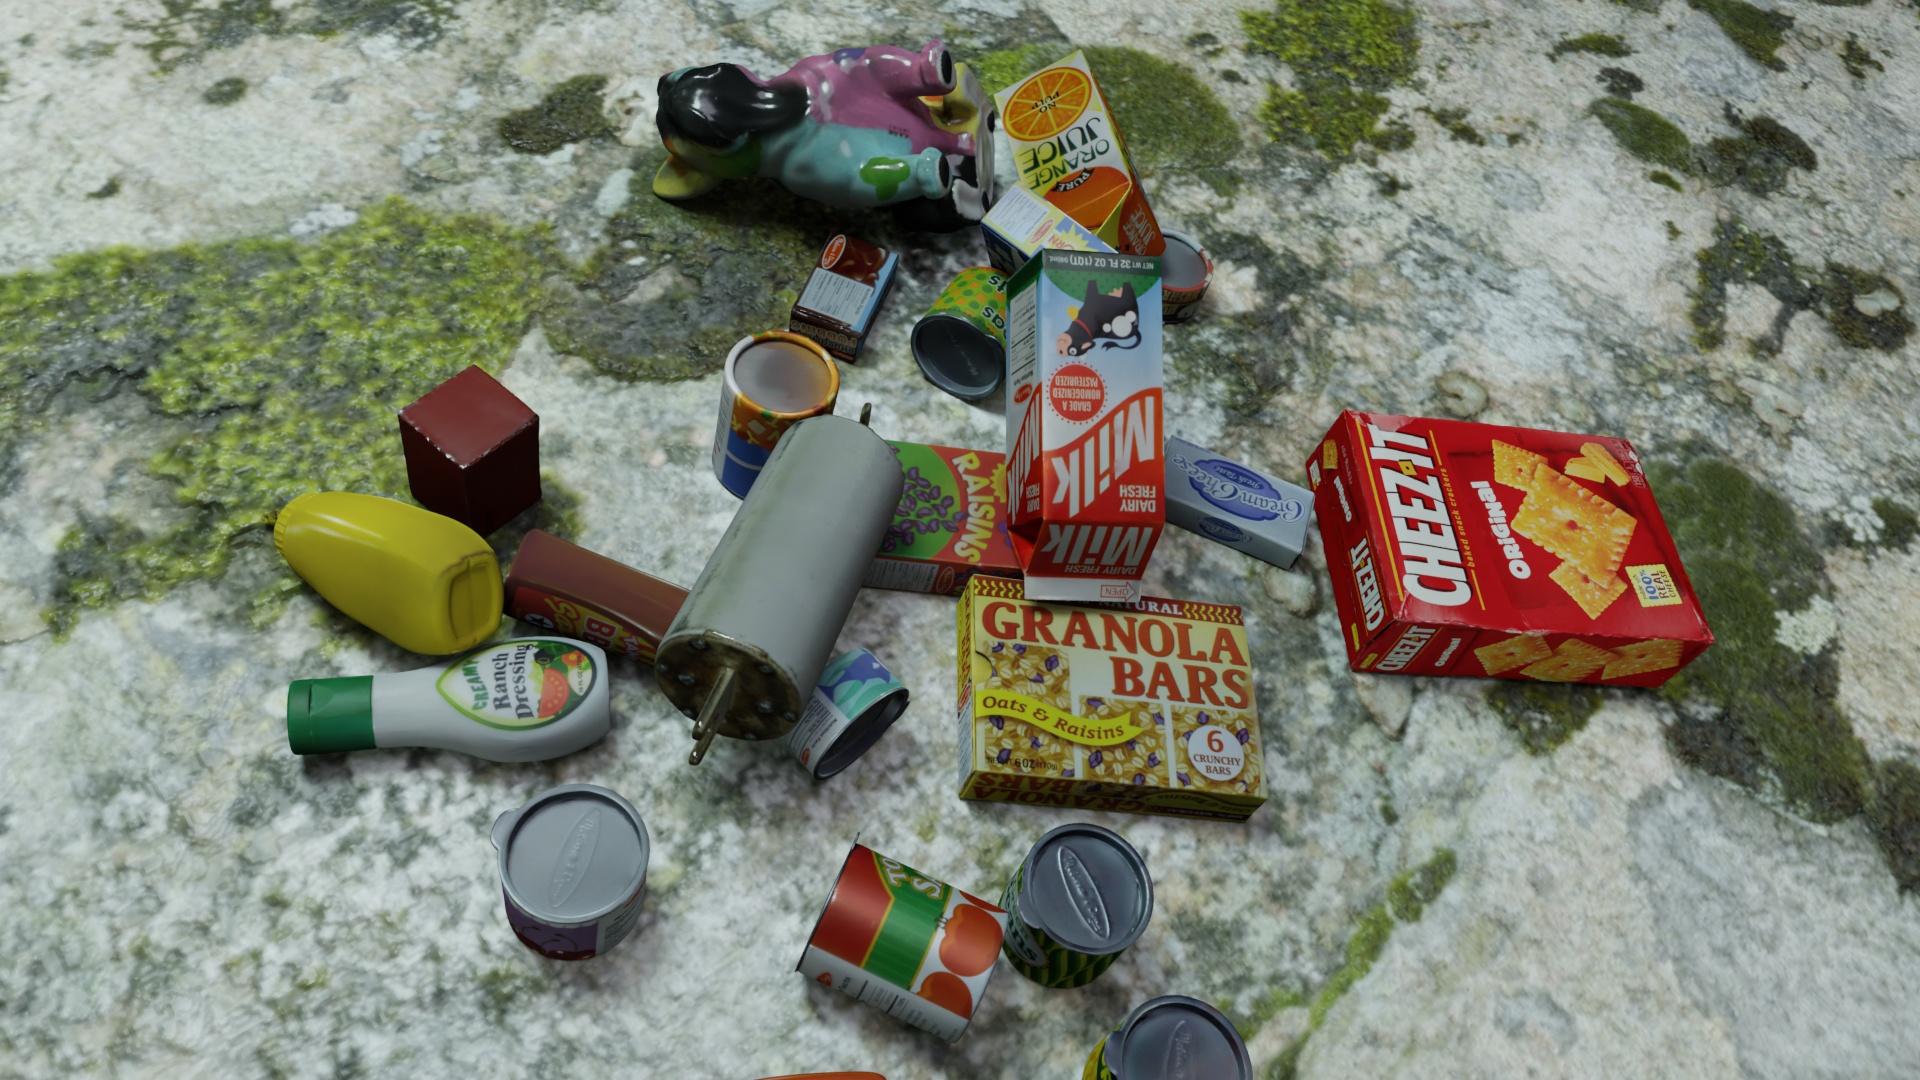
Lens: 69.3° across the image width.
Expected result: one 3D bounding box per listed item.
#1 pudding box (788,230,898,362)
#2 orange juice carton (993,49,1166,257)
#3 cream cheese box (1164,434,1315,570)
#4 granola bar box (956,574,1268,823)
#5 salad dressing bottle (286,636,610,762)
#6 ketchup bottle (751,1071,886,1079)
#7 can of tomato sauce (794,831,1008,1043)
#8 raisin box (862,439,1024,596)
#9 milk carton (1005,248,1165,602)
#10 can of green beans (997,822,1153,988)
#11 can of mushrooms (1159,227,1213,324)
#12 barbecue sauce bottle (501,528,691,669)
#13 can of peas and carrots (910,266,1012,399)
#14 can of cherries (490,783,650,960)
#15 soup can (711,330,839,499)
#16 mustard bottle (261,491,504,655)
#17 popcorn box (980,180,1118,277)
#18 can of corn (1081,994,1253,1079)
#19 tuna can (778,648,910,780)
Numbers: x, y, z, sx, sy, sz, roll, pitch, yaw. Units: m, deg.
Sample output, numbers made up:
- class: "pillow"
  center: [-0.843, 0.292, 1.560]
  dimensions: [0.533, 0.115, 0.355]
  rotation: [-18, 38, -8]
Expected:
- class: "pudding box"
  center: [-0.076, -0.162, 0.917]
  dimensions: [0.050, 0.030, 0.084]
  rotation: [19, 53, 0]
- class: "orange juice carton"
  center: [0.087, -0.247, 0.973]
  dimensions: [0.073, 0.071, 0.193]
  rotation: [-24, 53, 15]
- class: "cream cheese box"
  center: [0.173, -0.025, 0.892]
  dimensions: [0.104, 0.024, 0.054]
  rotation: [23, 53, 1]
- class: "granola bar box"
  center: [0.083, 0.088, 0.779]
  dimensions: [0.166, 0.038, 0.125]
  rotation: [7, 54, -11]
- class: "salad dressing bottle"
  center: [-0.251, 0.082, 0.689]
  dimensions: [0.148, 0.043, 0.064]
  rotation: [-4, 54, -17]
- class: "ketchup bottle"
  center: [-0.104, 0.267, 0.600]
  dimensions: [0.149, 0.043, 0.065]
  rotation: [2, 56, -13]
- class: "can of tomato sauce"
  center: [-0.026, 0.189, 0.661]
  dimensions: [0.083, 0.070, 0.071]
  rotation: [24, 53, 1]
- class: "raisin box"
  center: [0.003, -0.010, 0.827]
  dimensions: [0.123, 0.039, 0.086]
  rotation: [6, 54, -10]
- class: "milk carton"
  center: [0.069, -0.061, 0.784]
  dimensions: [0.072, 0.073, 0.190]
  rotation: [2, 85, -14]
- class: "can of green beans"
  center: [0.056, 0.183, 0.693]
  dimensions: [0.071, 0.057, 0.071]
  rotation: [7, 54, -10]
- class: "can of mushrooms"
  center: [0.145, -0.189, 0.995]
  dimensions: [0.071, 0.033, 0.071]
  rotation: [8, 54, -11]
- class: "barbecue sauce bottle"
  center: [-0.163, 0.043, 0.731]
  dimensions: [0.148, 0.064, 0.044]
  rotation: [23, 62, -10]
- class: "can of peas and carrots"
  center: [0.012, -0.135, 0.897]
  dimensions: [0.071, 0.070, 0.059]
  rotation: [29, 53, 6]
- class: "can of cherries"
  center: [-0.182, 0.154, 0.648]
  dimensions: [0.071, 0.058, 0.072]
  rotation: [7, 55, -10]
- class: "soup can"
  center: [-0.106, -0.071, 0.811]
  dimensions: [0.071, 0.083, 0.072]
  rotation: [8, 54, -11]
- class: "mustard bottle"
  center: [-0.303, 0.007, 0.708]
  dimensions: [0.160, 0.065, 0.049]
  rotation: [20, 29, 27]
- class: "popcorn box"
  center: [0.062, -0.172, 0.904]
  dimensions: [0.085, 0.126, 0.038]
  rotation: [39, 86, 12]
- class: "can of corn"
  center: [0.093, 0.254, 0.653]
  dimensions: [0.071, 0.058, 0.071]
  rotation: [7, 55, -10]
- class: "tuna can"
  center: [-0.060, 0.089, 0.723]
  dimensions: [0.033, 0.070, 0.071]
  rotation: [44, 56, 16]
